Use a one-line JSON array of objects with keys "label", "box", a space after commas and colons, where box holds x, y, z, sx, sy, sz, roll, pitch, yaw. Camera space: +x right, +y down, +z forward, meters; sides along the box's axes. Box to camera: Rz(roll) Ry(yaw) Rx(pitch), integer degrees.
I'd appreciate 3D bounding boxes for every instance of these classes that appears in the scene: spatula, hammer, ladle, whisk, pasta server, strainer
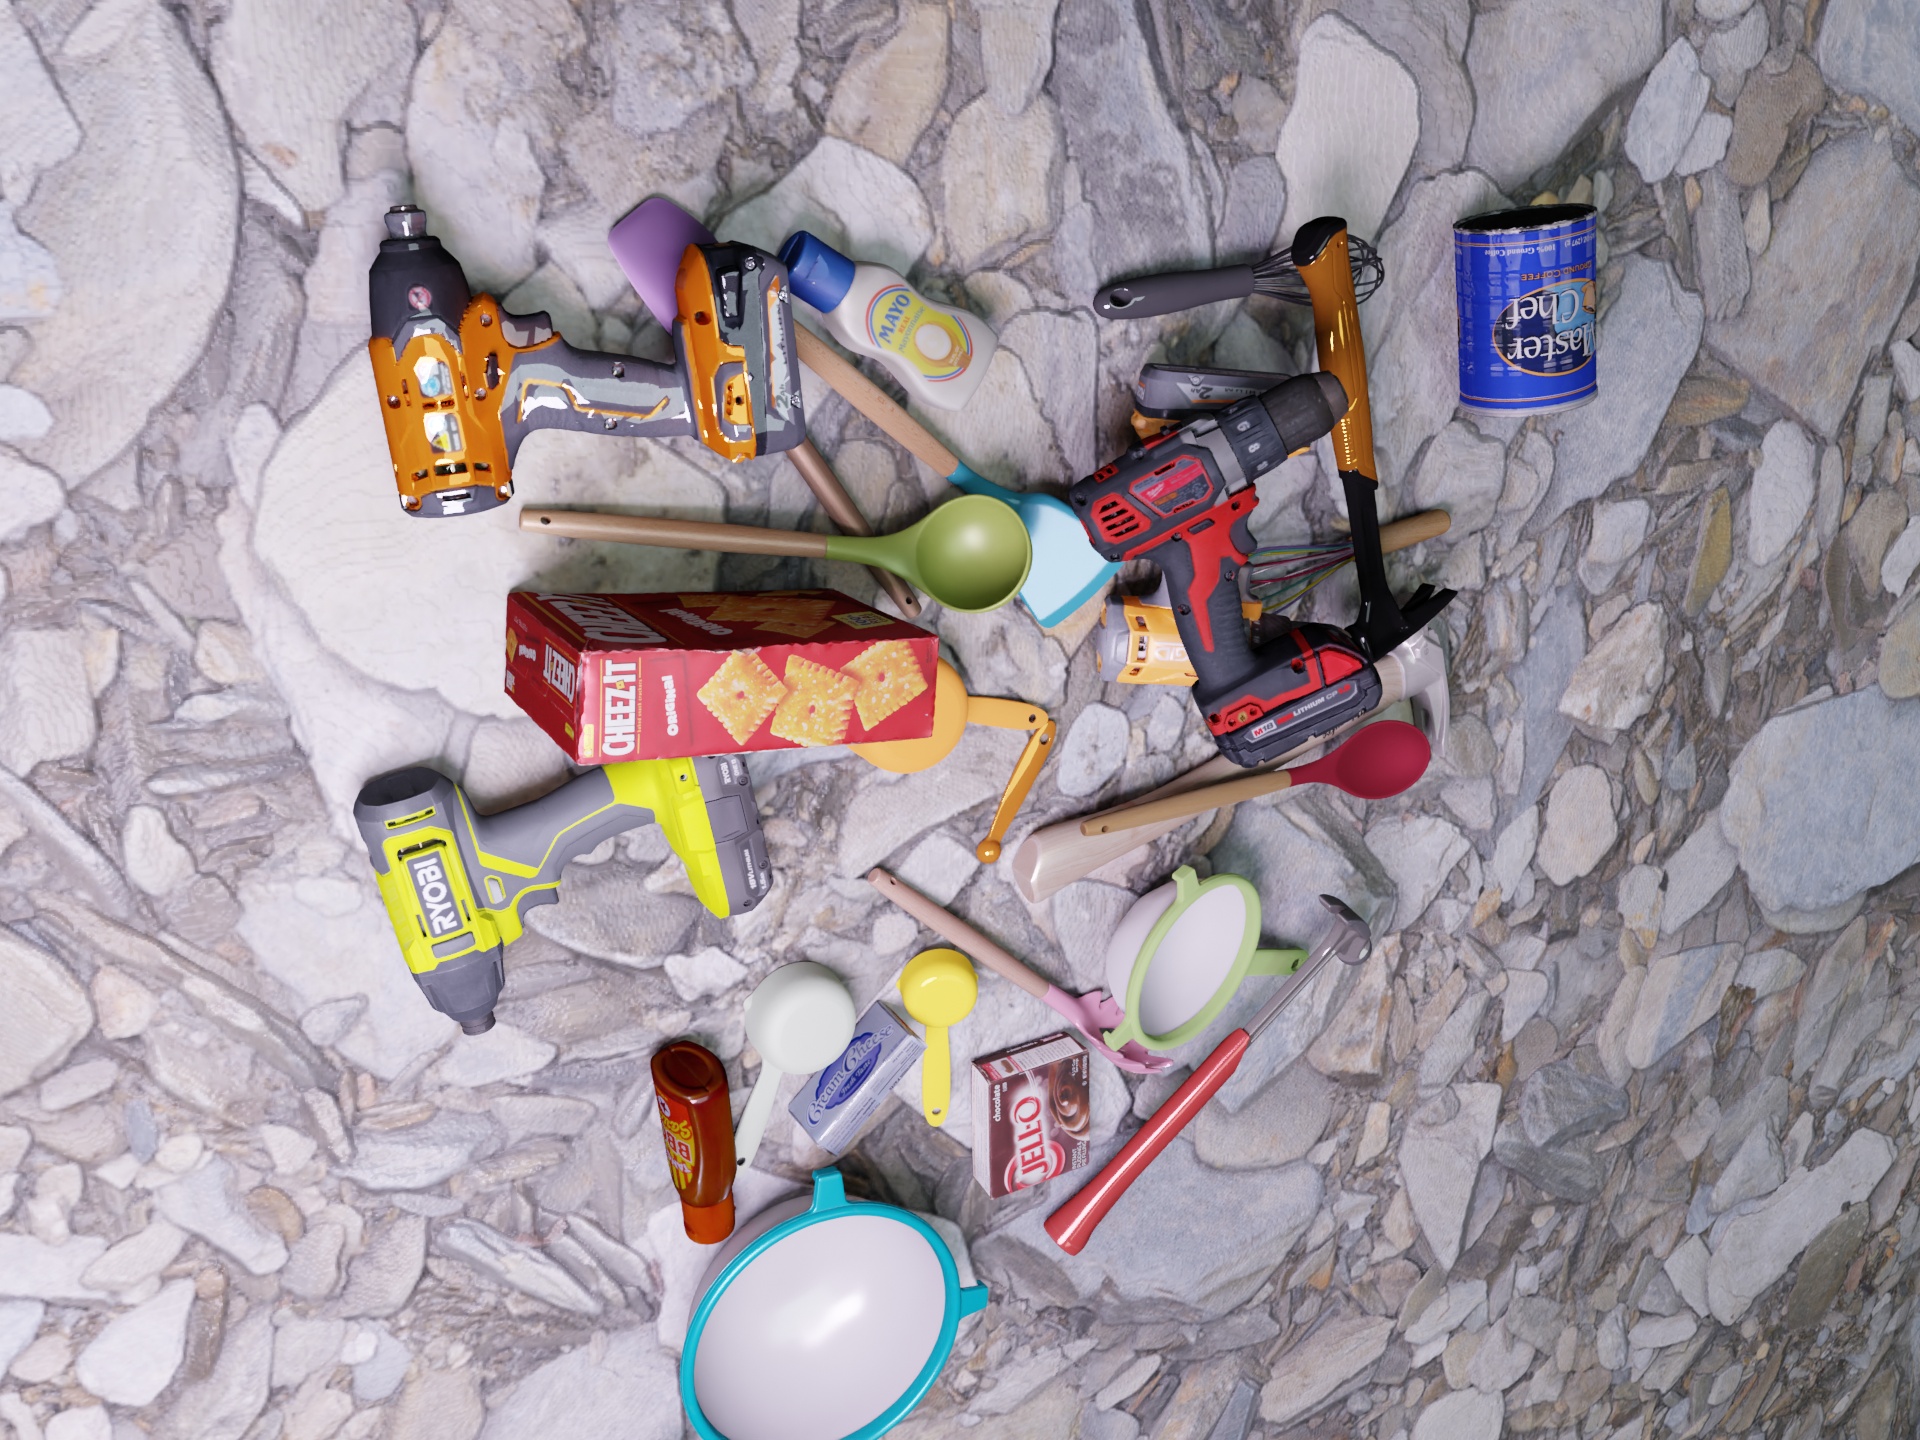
[{"label": "spatula", "box": [-0.108, -0.184, 0.997, 0.060, 0.018, 0.315, -44, 121, -15]}, {"label": "hammer", "box": [0.222, 0.044, 1.253, 0.410, 0.038, 0.146, -27, 119, -19]}, {"label": "ladle", "box": [-0.106, -0.112, 0.984, 0.320, 0.062, 0.078, 3, 84, -22]}, {"label": "hammer", "box": [0.292, -0.202, 1.158, 0.127, 0.034, 0.336, -33, 123, -24]}, {"label": "whisk", "box": [0.288, -0.131, 1.230, 0.245, 0.047, 0.051, -19, 125, -28]}, {"label": "pasta server", "box": [0.050, 0.189, 1.202, 0.040, 0.060, 0.316, -28, 129, 34]}, {"label": "strainer", "box": [0.195, 0.181, 1.277, 0.256, 0.069, 0.151, 11, 104, -50]}, {"label": "ladle", "box": [0.230, 0.051, 1.223, 0.315, 0.031, 0.069, -11, 114, -24]}, {"label": "strainer", "box": [-0.155, 0.470, 1.147, 0.340, 0.095, 0.210, -47, 120, -6]}, {"label": "spatula", "box": [-0.020, -0.175, 1.031, 0.082, 0.044, 0.317, -42, 126, 18]}, {"label": "hammer", "box": [0.197, 0.288, 1.281, 0.359, 0.037, 0.149, -47, 152, 1]}, {"label": "whisk", "box": [0.199, -0.306, 1.117, 0.239, 0.055, 0.055, -14, 113, -21]}]

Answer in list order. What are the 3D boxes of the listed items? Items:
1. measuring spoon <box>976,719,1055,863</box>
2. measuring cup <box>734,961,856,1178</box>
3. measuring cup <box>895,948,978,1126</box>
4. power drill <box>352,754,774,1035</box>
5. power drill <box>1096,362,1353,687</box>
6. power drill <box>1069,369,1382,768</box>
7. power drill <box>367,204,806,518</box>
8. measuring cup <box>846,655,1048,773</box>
[{"label": "measuring spoon", "box": [0.043, 0.053, 1.167, 0.021, 0.011, 0.117, 24, 94, -33]}, {"label": "measuring cup", "box": [-0.126, 0.254, 1.121, 0.083, 0.038, 0.167, 18, 95, -33]}, {"label": "measuring cup", "box": [-0.016, 0.243, 1.181, 0.062, 0.029, 0.156, -3, 113, -9]}, {"label": "power drill", "box": [-0.238, 0.090, 0.983, 0.223, 0.080, 0.171, -19, 115, -19]}, {"label": "power drill", "box": [0.197, -0.129, 1.121, 0.185, 0.084, 0.226, 4, 107, -2]}, {"label": "power drill", "box": [0.200, -0.103, 1.053, 0.188, 0.080, 0.226, -28, 107, 9]}, {"label": "power drill", "box": [-0.210, -0.210, 0.885, 0.226, 0.084, 0.164, -12, 112, -16]}, {"label": "measuring cup", "box": [-0.002, -0.004, 1.097, 0.173, 0.052, 0.095, 7, 103, -29]}]
